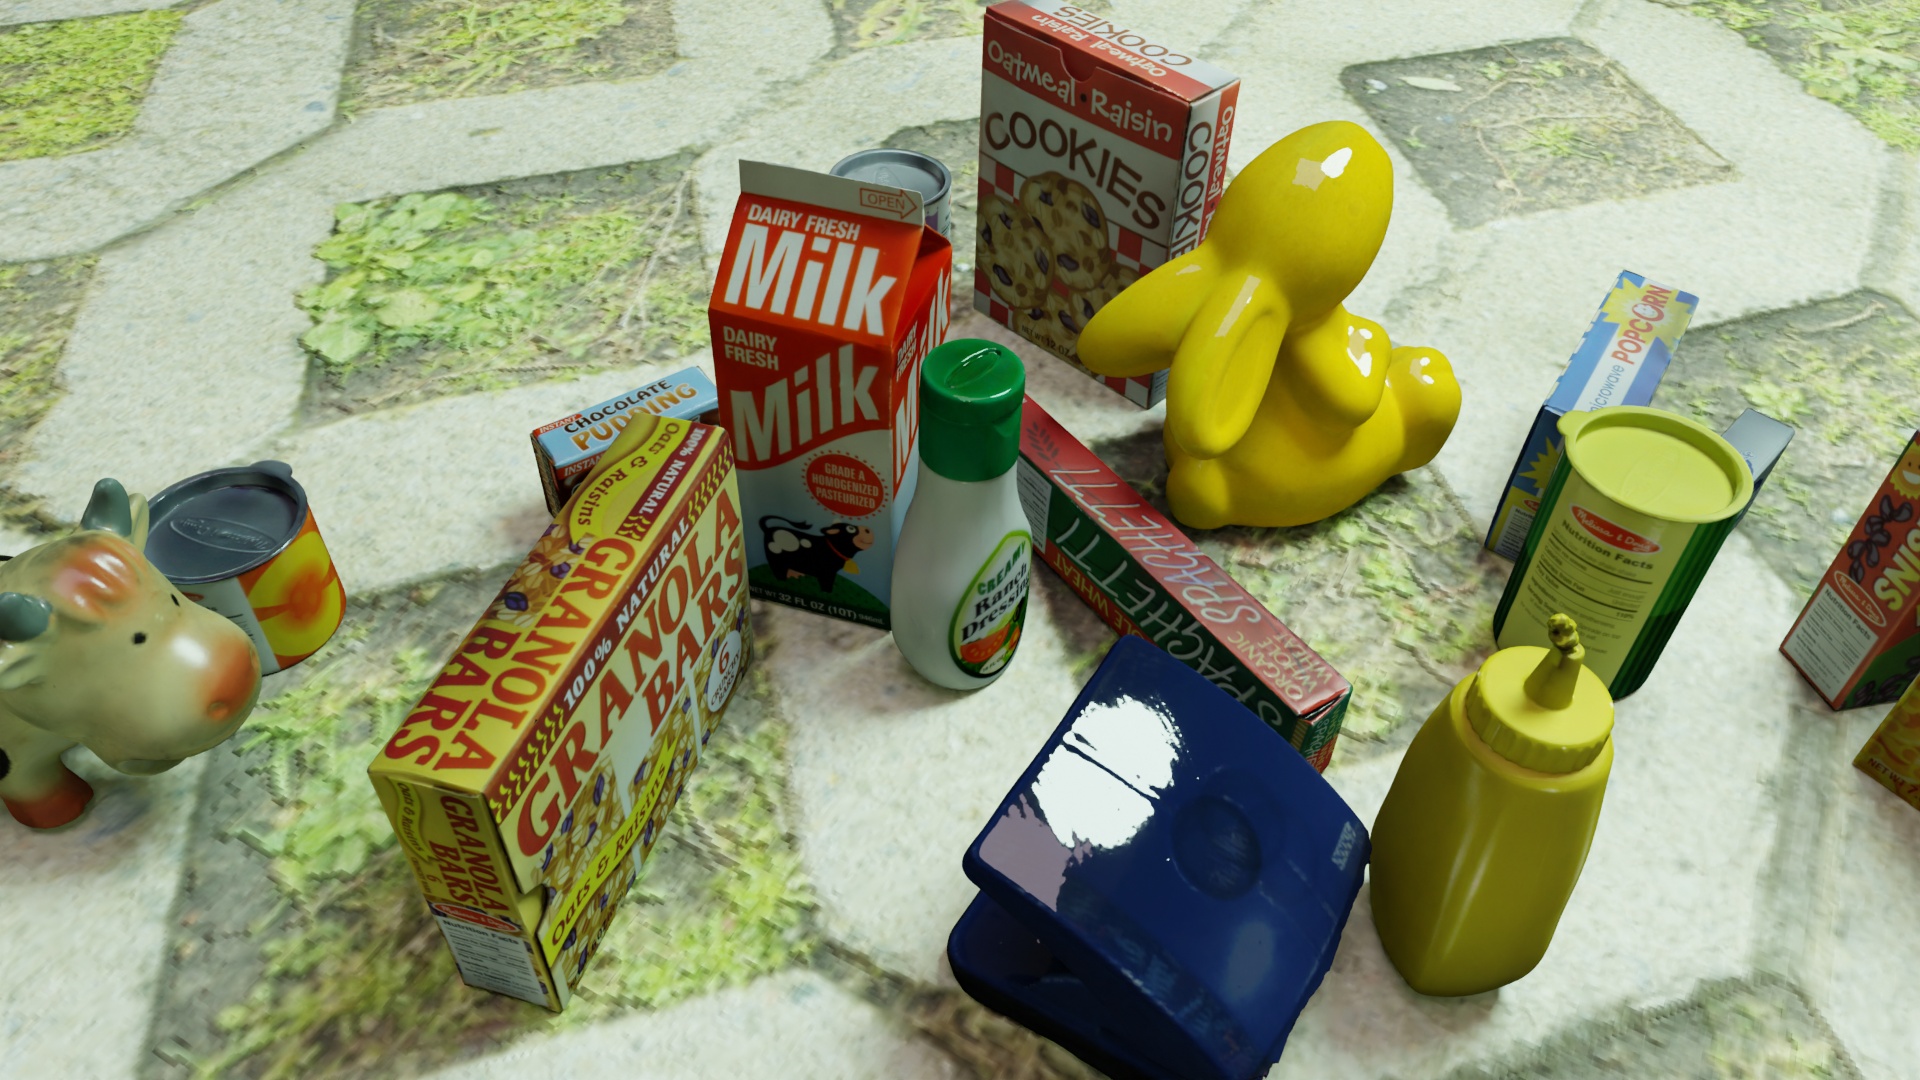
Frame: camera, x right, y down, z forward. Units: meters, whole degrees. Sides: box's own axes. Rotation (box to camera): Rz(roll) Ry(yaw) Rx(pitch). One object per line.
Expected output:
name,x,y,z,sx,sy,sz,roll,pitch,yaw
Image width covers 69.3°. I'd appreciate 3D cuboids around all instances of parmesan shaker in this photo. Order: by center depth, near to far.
parmesan shaker,0.257,0.005,0.553,0.071,0.102,0.072,1,44,-1

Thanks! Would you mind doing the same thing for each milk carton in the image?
milk carton,-0.048,-0.059,0.547,0.072,0.189,0.074,13,45,11

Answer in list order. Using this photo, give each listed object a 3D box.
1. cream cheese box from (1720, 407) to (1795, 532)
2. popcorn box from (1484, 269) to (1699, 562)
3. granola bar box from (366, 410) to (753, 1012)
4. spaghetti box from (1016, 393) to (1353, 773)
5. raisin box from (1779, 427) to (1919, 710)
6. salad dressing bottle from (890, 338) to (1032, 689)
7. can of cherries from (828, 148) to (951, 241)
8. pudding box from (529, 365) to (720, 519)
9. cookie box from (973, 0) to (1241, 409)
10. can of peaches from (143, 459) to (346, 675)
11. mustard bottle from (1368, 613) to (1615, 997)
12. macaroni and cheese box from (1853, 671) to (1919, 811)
cream cheese box,0.324,-0.012,0.609,0.104,0.053,0.024,-34,54,-31
popcorn box,0.285,-0.054,0.628,0.038,0.084,0.127,26,49,23
granola bar box,-0.122,0.055,0.474,0.039,0.123,0.166,13,45,11
spaghetti box,0.064,0.004,0.585,0.029,0.049,0.251,-24,50,-25
raisin box,0.392,0.007,0.542,0.086,0.122,0.040,-7,45,-9
salad dressing bottle,0.002,-0.007,0.525,0.044,0.146,0.064,31,51,27
can of cherries,-0.041,-0.172,0.758,0.071,0.058,0.072,1,44,-1
pudding box,-0.146,-0.040,0.624,0.084,0.049,0.030,-27,51,-26
cookie box,0.064,-0.163,0.674,0.040,0.166,0.123,-34,54,-31
can of peaches,-0.288,0.011,0.560,0.071,0.057,0.071,1,44,-1
mustard bottle,0.168,0.080,0.432,0.049,0.159,0.065,-4,44,-6
macaroni and cheese box,0.401,0.056,0.461,0.040,0.165,0.124,-26,51,-26
